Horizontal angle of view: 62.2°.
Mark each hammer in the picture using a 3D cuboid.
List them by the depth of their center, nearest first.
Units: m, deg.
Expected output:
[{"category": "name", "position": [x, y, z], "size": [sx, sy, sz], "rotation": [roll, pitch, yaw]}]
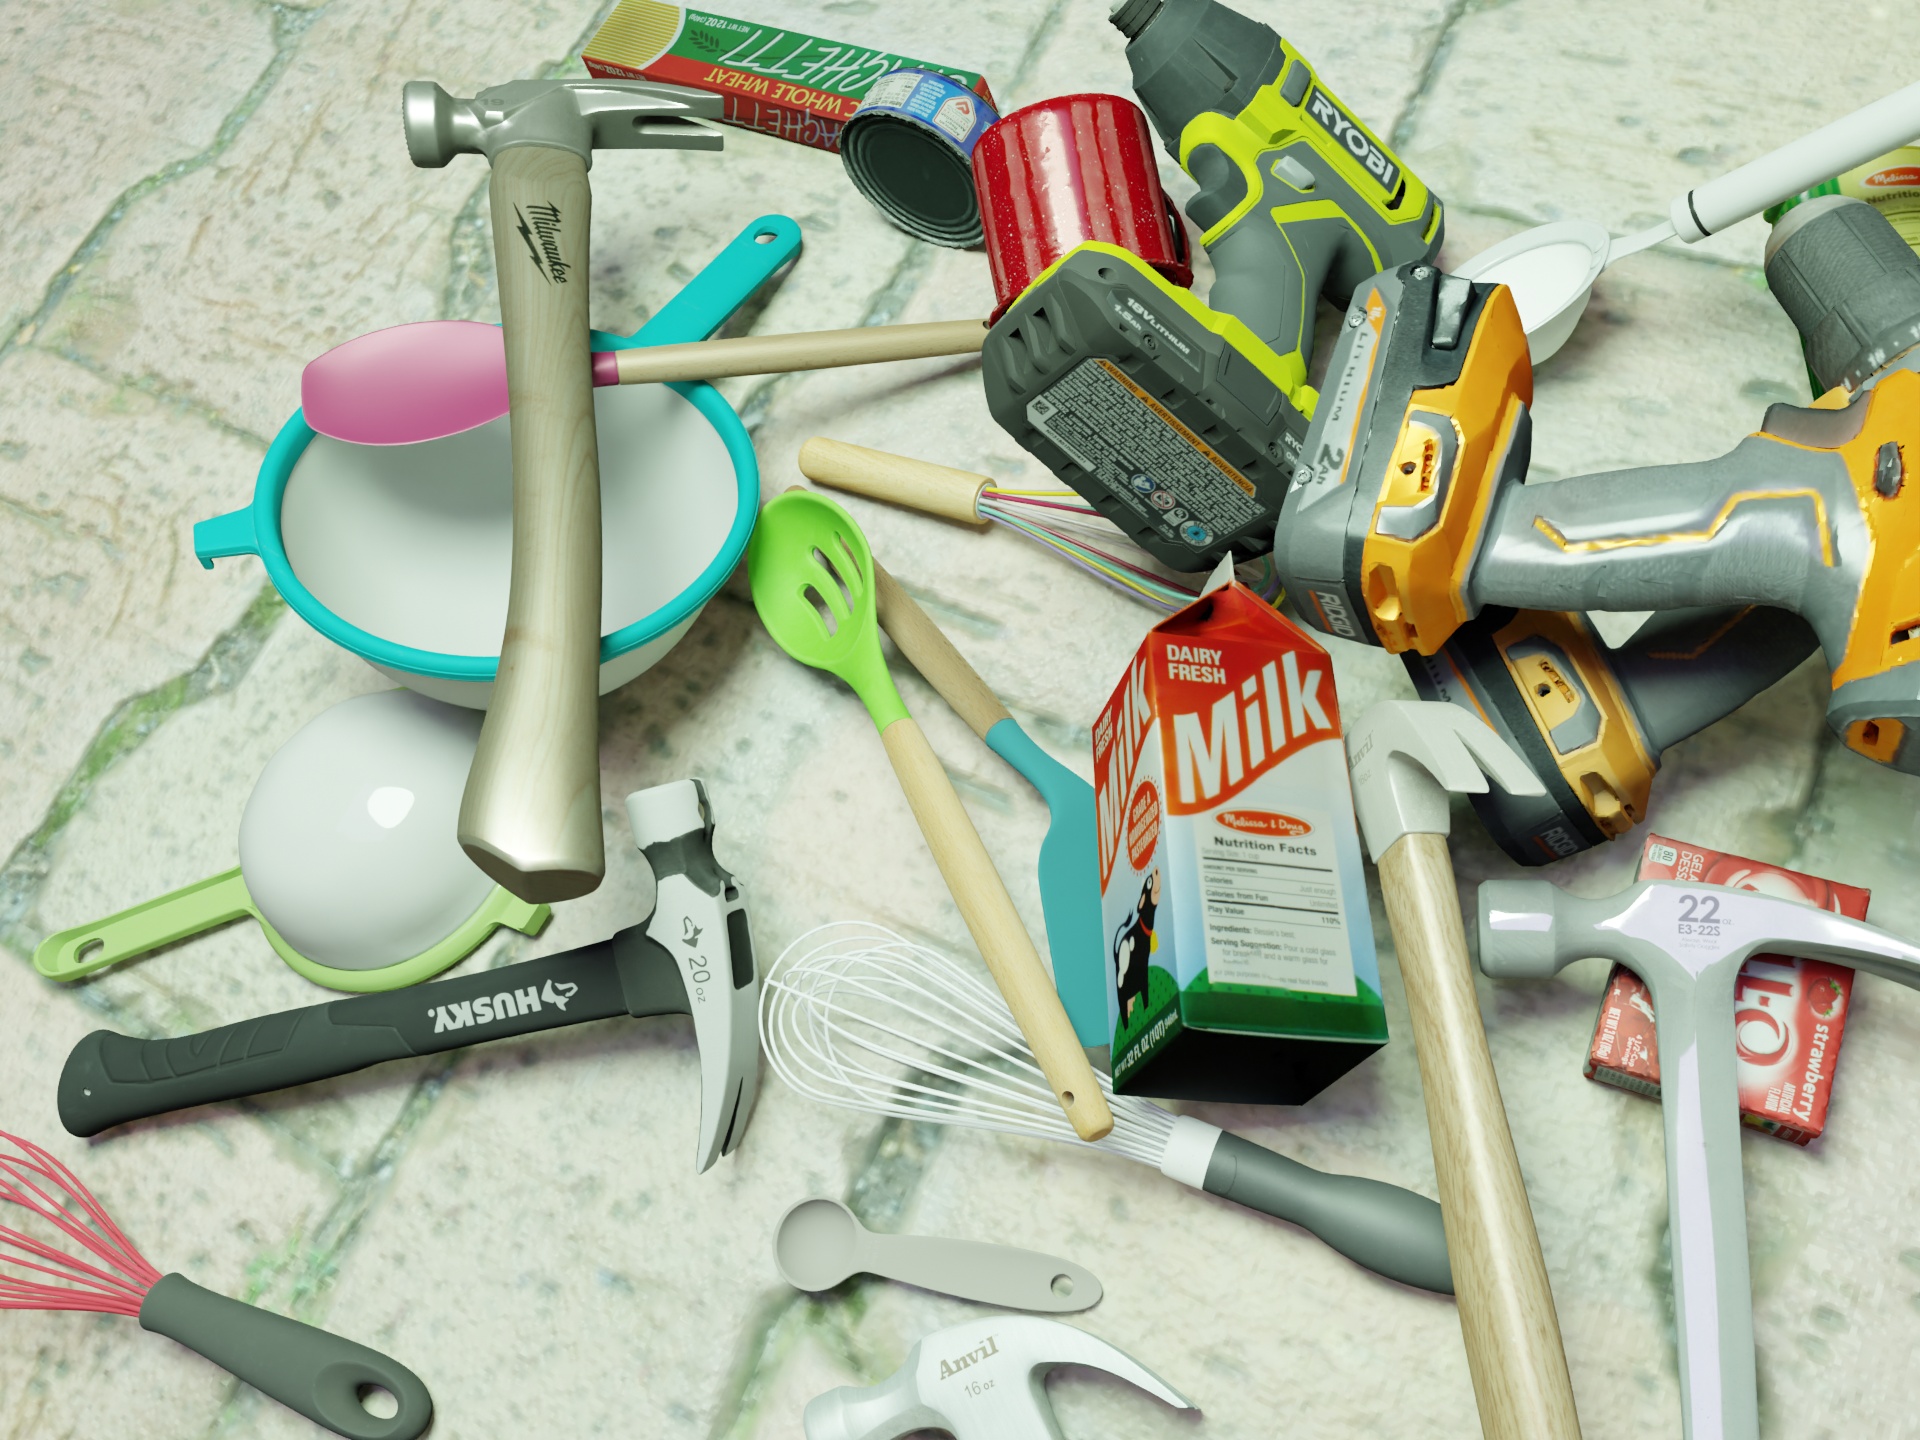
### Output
[{"category": "hammer", "position": [0.229, 0.245, 0.461], "size": [0.144, 0.035, 0.406], "rotation": [-1, 70, 18]}, {"category": "hammer", "position": [0.064, 0.344, 0.485], "size": [0.128, 0.033, 0.331], "rotation": [-28, 61, 3]}, {"category": "hammer", "position": [0.161, 0.144, 0.487], "size": [0.031, 0.130, 0.332], "rotation": [0, 62, -8]}, {"category": "hammer", "position": [-0.235, 0.132, 0.655], "size": [0.335, 0.035, 0.146], "rotation": [-15, 89, 17]}, {"category": "hammer", "position": [-0.159, -0.119, 0.657], "size": [0.146, 0.038, 0.411], "rotation": [-4, 60, -10]}]

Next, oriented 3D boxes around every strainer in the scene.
[{"category": "strainer", "position": [0.278, -0.190, 0.620], "size": [0.258, 0.050, 0.087], "rotation": [-20, 34, 47]}, {"category": "strainer", "position": [-0.315, 0.058, 0.712], "size": [0.256, 0.069, 0.152], "rotation": [-21, 61, 5]}, {"category": "strainer", "position": [-0.168, -0.120, 0.752], "size": [0.211, 0.095, 0.340], "rotation": [24, 53, 12]}]

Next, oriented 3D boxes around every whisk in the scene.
[{"category": "whisk", "position": [0.053, 0.144, 0.573], "size": [0.285, 0.070, 0.070], "rotation": [19, 72, 18]}, {"category": "whisk", "position": [-0.341, 0.231, 0.649], "size": [0.296, 0.073, 0.073], "rotation": [16, 71, 16]}, {"category": "whisk", "position": [0.029, -0.088, 0.699], "size": [0.245, 0.047, 0.051], "rotation": [18, 60, 28]}]

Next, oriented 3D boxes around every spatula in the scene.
[{"category": "spatula", "position": [-0.001, -0.002, 0.664], "size": [0.082, 0.044, 0.318], "rotation": [-12, 45, -32]}]

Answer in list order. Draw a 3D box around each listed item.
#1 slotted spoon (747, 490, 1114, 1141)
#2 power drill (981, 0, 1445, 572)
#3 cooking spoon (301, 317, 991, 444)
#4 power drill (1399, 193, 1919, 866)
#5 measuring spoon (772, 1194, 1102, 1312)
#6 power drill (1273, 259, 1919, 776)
[{"category": "slotted spoon", "position": [-0.015, 0.025, 0.620], "size": [0.070, 0.031, 0.314], "rotation": [-52, 49, 30]}, {"category": "power drill", "position": [0.100, -0.185, 0.633], "size": [0.080, 0.171, 0.223], "rotation": [-29, 29, 52]}, {"category": "cooking spoon", "position": [-0.128, -0.160, 0.716], "size": [0.319, 0.017, 0.069], "rotation": [-8, 61, -12]}, {"category": "power drill", "position": [0.266, -0.069, 0.563], "size": [0.226, 0.084, 0.186], "rotation": [-29, 60, 21]}, {"category": "measuring spoon", "position": [-0.009, 0.202, 0.588], "size": [0.124, 0.018, 0.034], "rotation": [6, 67, 12]}, {"category": "power drill", "position": [0.231, -0.081, 0.497], "size": [0.227, 0.084, 0.164], "rotation": [14, 76, 28]}]
